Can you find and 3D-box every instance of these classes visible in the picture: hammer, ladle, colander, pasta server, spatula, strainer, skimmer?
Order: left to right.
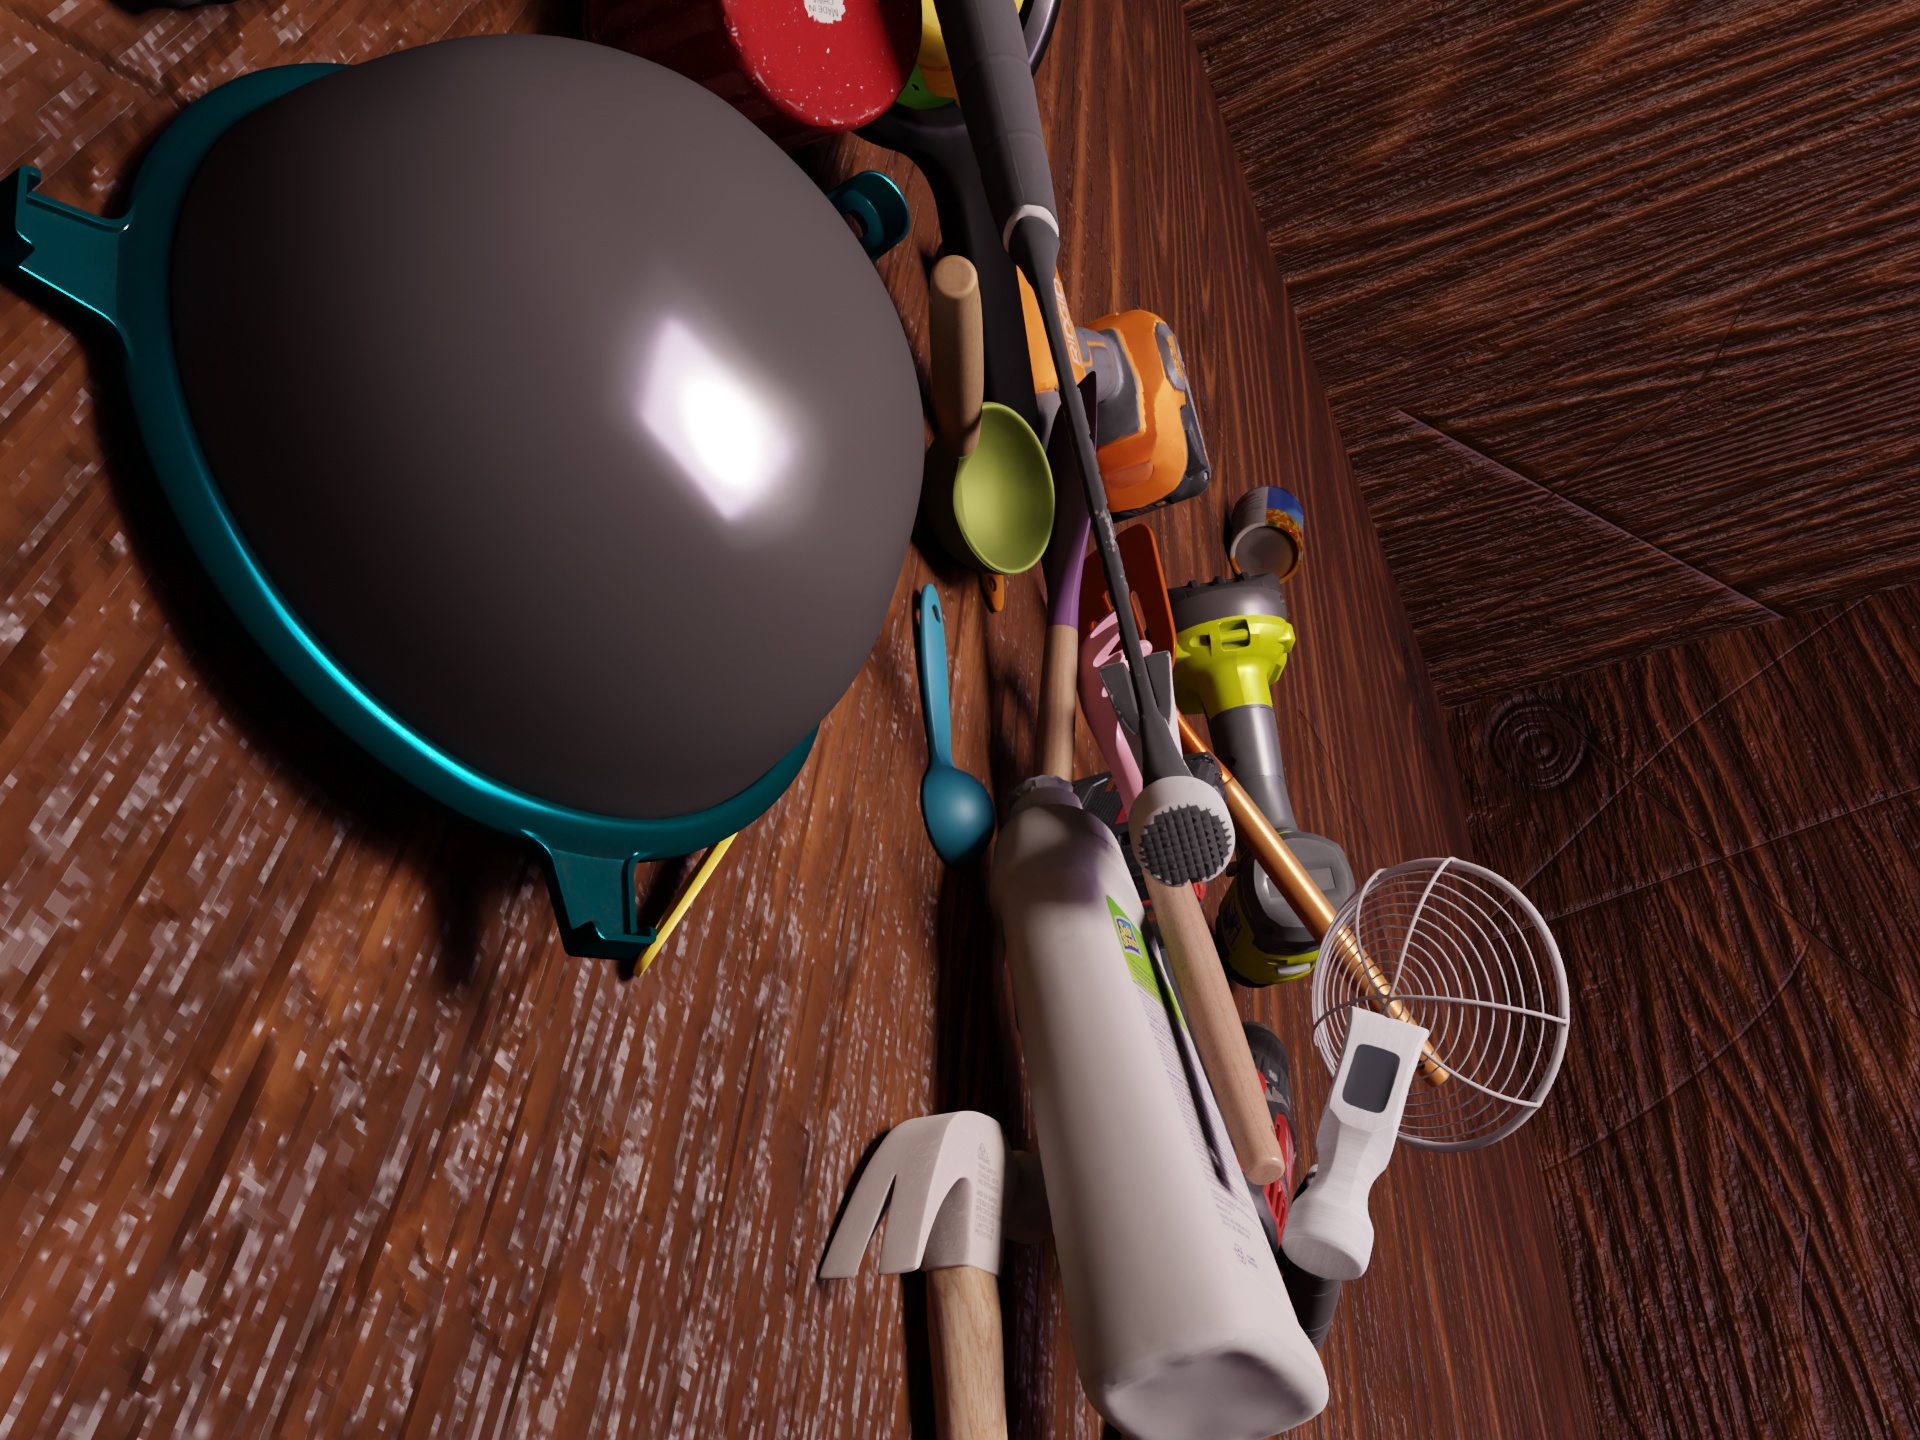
[{"bbox_3d":[-0.053,-0.112,0.425,0.211,0.095,0.340,55,34,-17],"label":"strainer"},{"bbox_3d":[-0.032,-0.278,0.706,0.204,0.094,0.396,-42,134,-39],"label":"colander"},{"bbox_3d":[0.007,0.277,0.455,0.129,0.031,0.332,45,35,-53],"label":"hammer"},{"bbox_3d":[0.012,-0.112,0.597,0.320,0.062,0.078,82,7,-86],"label":"ladle"},{"bbox_3d":[0.030,-0.150,0.552,0.149,0.036,0.408,-90,165,-68],"label":"hammer"},{"bbox_3d":[0.043,-0.017,0.723,0.018,0.059,0.316,13,65,-20],"label":"spatula"},{"bbox_3d":[0.087,0.053,0.638,0.060,0.040,0.317,56,13,-33],"label":"pasta server"},{"bbox_3d":[0.153,0.049,0.819,0.322,0.081,0.041,54,39,2],"label":"spatula"},{"bbox_3d":[0.155,0.237,0.693,0.330,0.033,0.128,85,26,-49],"label":"hammer"},{"bbox_3d":[0.217,0.203,0.805,0.362,0.090,0.127,82,-16,-53],"label":"skimmer"}]

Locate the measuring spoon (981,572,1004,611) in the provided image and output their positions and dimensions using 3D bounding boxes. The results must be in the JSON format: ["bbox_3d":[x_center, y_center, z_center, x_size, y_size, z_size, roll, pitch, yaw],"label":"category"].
[{"bbox_3d":[0.006,-0.109,0.788,0.021,0.011,0.117,9,69,-60],"label":"measuring spoon"}]

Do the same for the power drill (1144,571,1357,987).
[{"bbox_3d":[0.170,0.046,0.955,0.190,0.080,0.229,86,-5,-69],"label":"power drill"}]

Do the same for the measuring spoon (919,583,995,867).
[{"bbox_3d":[-0.001,-0.002,0.661,0.042,0.021,0.129,38,42,-57],"label":"measuring spoon"}]

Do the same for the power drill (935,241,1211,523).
[{"bbox_3d":[0.069,-0.175,0.902,0.226,0.084,0.164,4,71,-64],"label":"power drill"}]

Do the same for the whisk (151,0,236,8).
[{"bbox_3d":[-0.148,-0.231,0.428,0.055,0.055,0.239,61,28,-30],"label":"whisk"}]

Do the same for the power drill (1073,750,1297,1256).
[{"bbox_3d":[0.115,0.134,0.787,0.188,0.080,0.226,-48,122,-66],"label":"power drill"}]

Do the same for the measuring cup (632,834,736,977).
[{"bbox_3d":[-0.068,0.010,0.466,0.029,0.062,0.157,33,45,-6],"label":"measuring cup"}]

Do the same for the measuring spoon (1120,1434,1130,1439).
[{"bbox_3d":[0.077,0.271,0.672,0.124,0.018,0.034,-54,129,-57],"label":"measuring spoon"}]
